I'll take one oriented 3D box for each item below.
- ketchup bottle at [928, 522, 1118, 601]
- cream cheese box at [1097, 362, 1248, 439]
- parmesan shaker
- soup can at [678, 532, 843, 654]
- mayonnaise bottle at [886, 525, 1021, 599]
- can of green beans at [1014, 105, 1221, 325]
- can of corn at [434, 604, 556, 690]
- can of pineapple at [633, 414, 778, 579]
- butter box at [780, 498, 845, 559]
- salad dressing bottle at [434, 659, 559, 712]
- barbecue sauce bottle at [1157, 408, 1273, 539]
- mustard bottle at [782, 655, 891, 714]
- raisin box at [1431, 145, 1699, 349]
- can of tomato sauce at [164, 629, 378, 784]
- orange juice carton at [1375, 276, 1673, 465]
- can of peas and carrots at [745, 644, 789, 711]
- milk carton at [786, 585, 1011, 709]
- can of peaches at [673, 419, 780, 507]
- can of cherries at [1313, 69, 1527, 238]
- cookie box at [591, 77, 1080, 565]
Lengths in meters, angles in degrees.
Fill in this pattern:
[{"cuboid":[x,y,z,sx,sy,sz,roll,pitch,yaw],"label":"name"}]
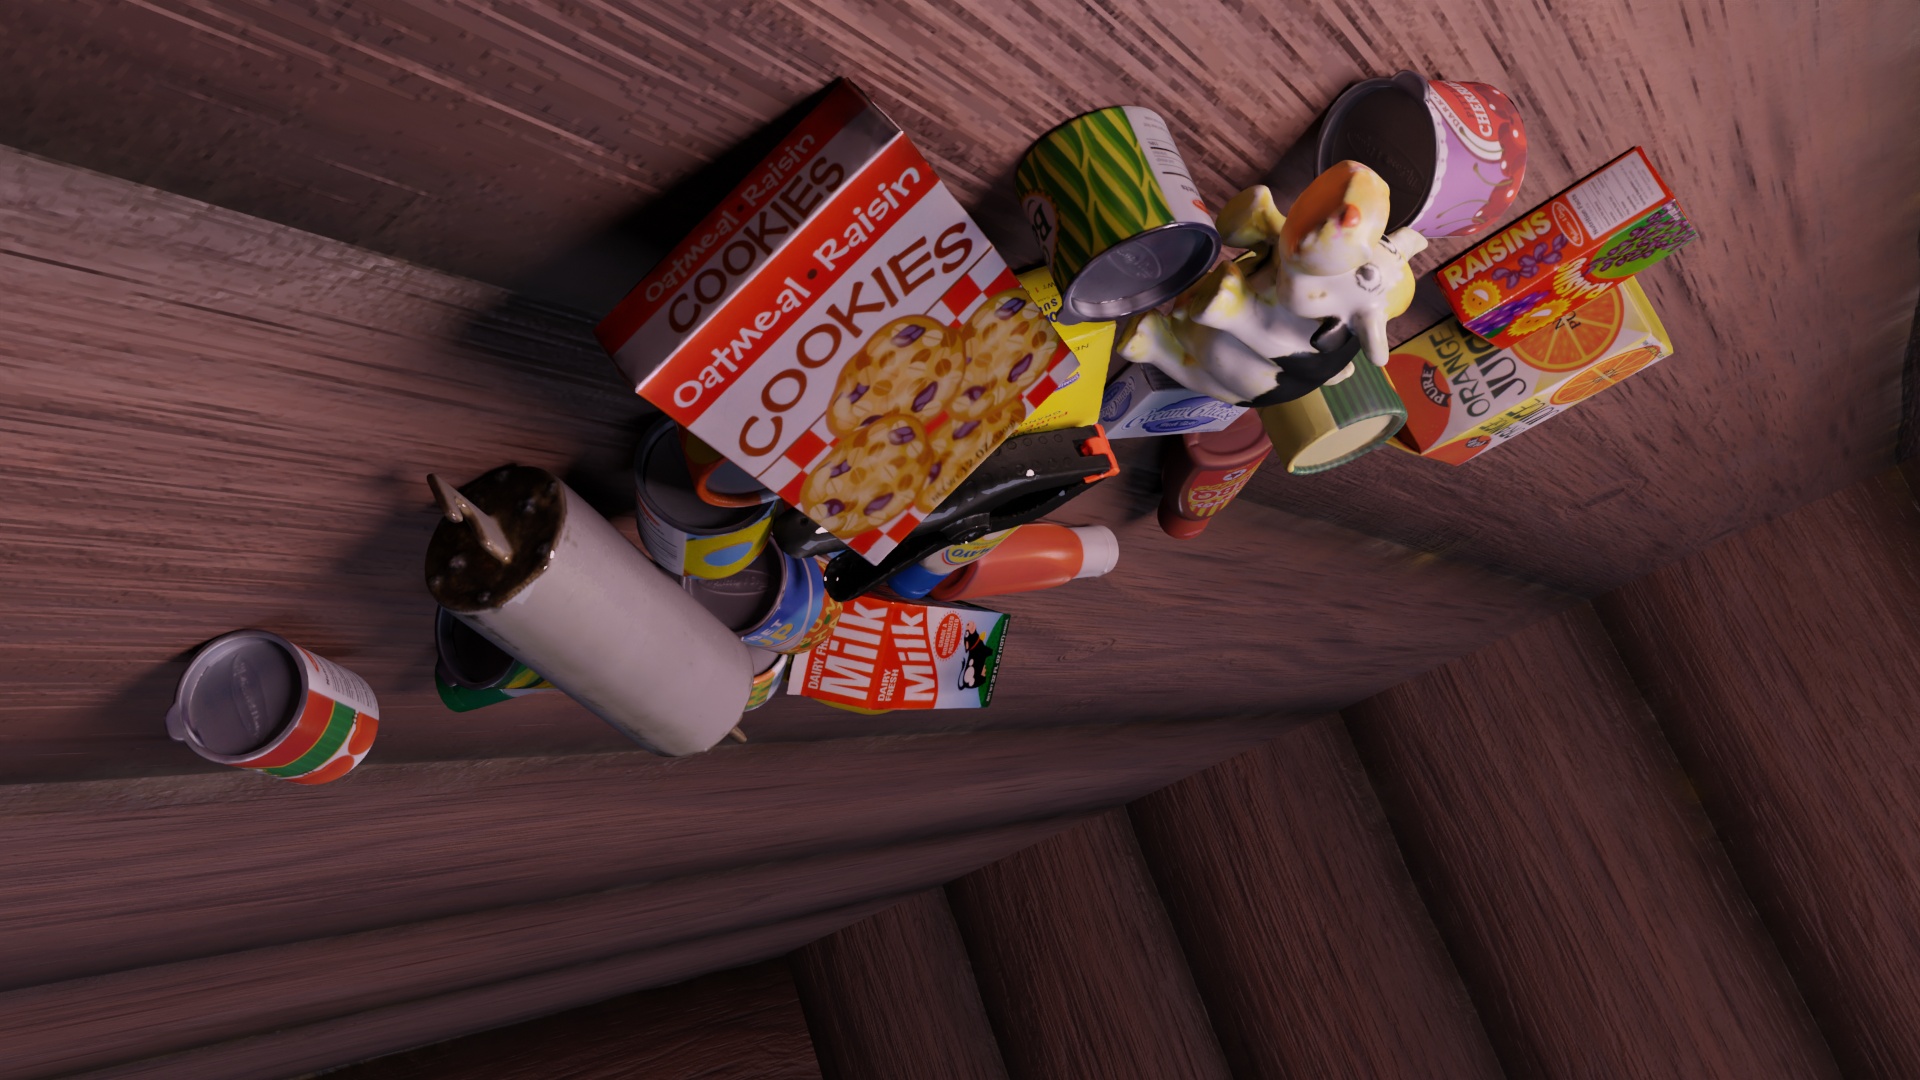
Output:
[{"cuboid":[0.047,0.012,0.959,0.149,0.043,0.064,-4,157,-41],"label":"ketchup bottle"},{"cuboid":[0.128,-0.084,0.805,0.104,0.024,0.053,-7,156,-36],"label":"cream cheese box"},{"cuboid":[0.173,-0.091,0.703,0.071,0.103,0.071,-19,162,-6],"label":"parmesan shaker"},{"cuboid":[-0.113,0.032,0.799,0.071,0.071,0.083,-25,162,12],"label":"soup can"},{"cuboid":[0.003,-0.011,0.850,0.065,0.041,0.147,-6,156,-38],"label":"mayonnaise bottle"},{"cuboid":[0.061,-0.128,0.549,0.071,0.058,0.071,-19,162,-6],"label":"can of green beans"},{"cuboid":[-0.228,0.046,0.720,0.071,0.071,0.058,-30,160,25],"label":"can of corn"},{"cuboid":[-0.117,-0.022,0.649,0.071,0.071,0.057,-14,161,-18],"label":"can of pineapple"},{"cuboid":[-0.063,-0.017,0.789,0.053,0.024,0.103,-21,162,5],"label":"butter box"},{"cuboid":[-0.226,0.063,0.791,0.147,0.064,0.044,-16,172,11],"label":"salad dressing bottle"},{"cuboid":[0.163,-0.043,0.929,0.065,0.044,0.148,-18,162,-10],"label":"barbecue sauce bottle"},{"cuboid":[-0.090,0.088,1.005,0.048,0.065,0.160,-26,155,26],"label":"mustard bottle"},{"cuboid":[0.343,-0.162,0.789,0.123,0.040,0.086,-33,159,30],"label":"raisin box"},{"cuboid":[-0.349,0.089,0.712,0.071,0.071,0.083,-19,162,-4],"label":"can of tomato sauce"},{"cuboid":[0.339,-0.107,0.887,0.192,0.073,0.072,-31,159,31],"label":"orange juice carton"},{"cuboid":[-0.145,0.070,0.884,0.071,0.071,0.058,-14,160,-20],"label":"can of peas and carrots"},{"cuboid":[-0.049,0.070,0.934,0.073,0.072,0.191,14,-177,32],"label":"milk carton"},{"cuboid":[-0.091,-0.054,0.597,0.071,0.058,0.071,-19,162,-6],"label":"can of peaches"},{"cuboid":[0.195,-0.162,0.585,0.058,0.071,0.071,-9,159,-31],"label":"can of cherries"},{"cuboid":[-0.038,-0.072,0.524,0.123,0.040,0.167,-44,147,3],"label":"cookie box"}]
